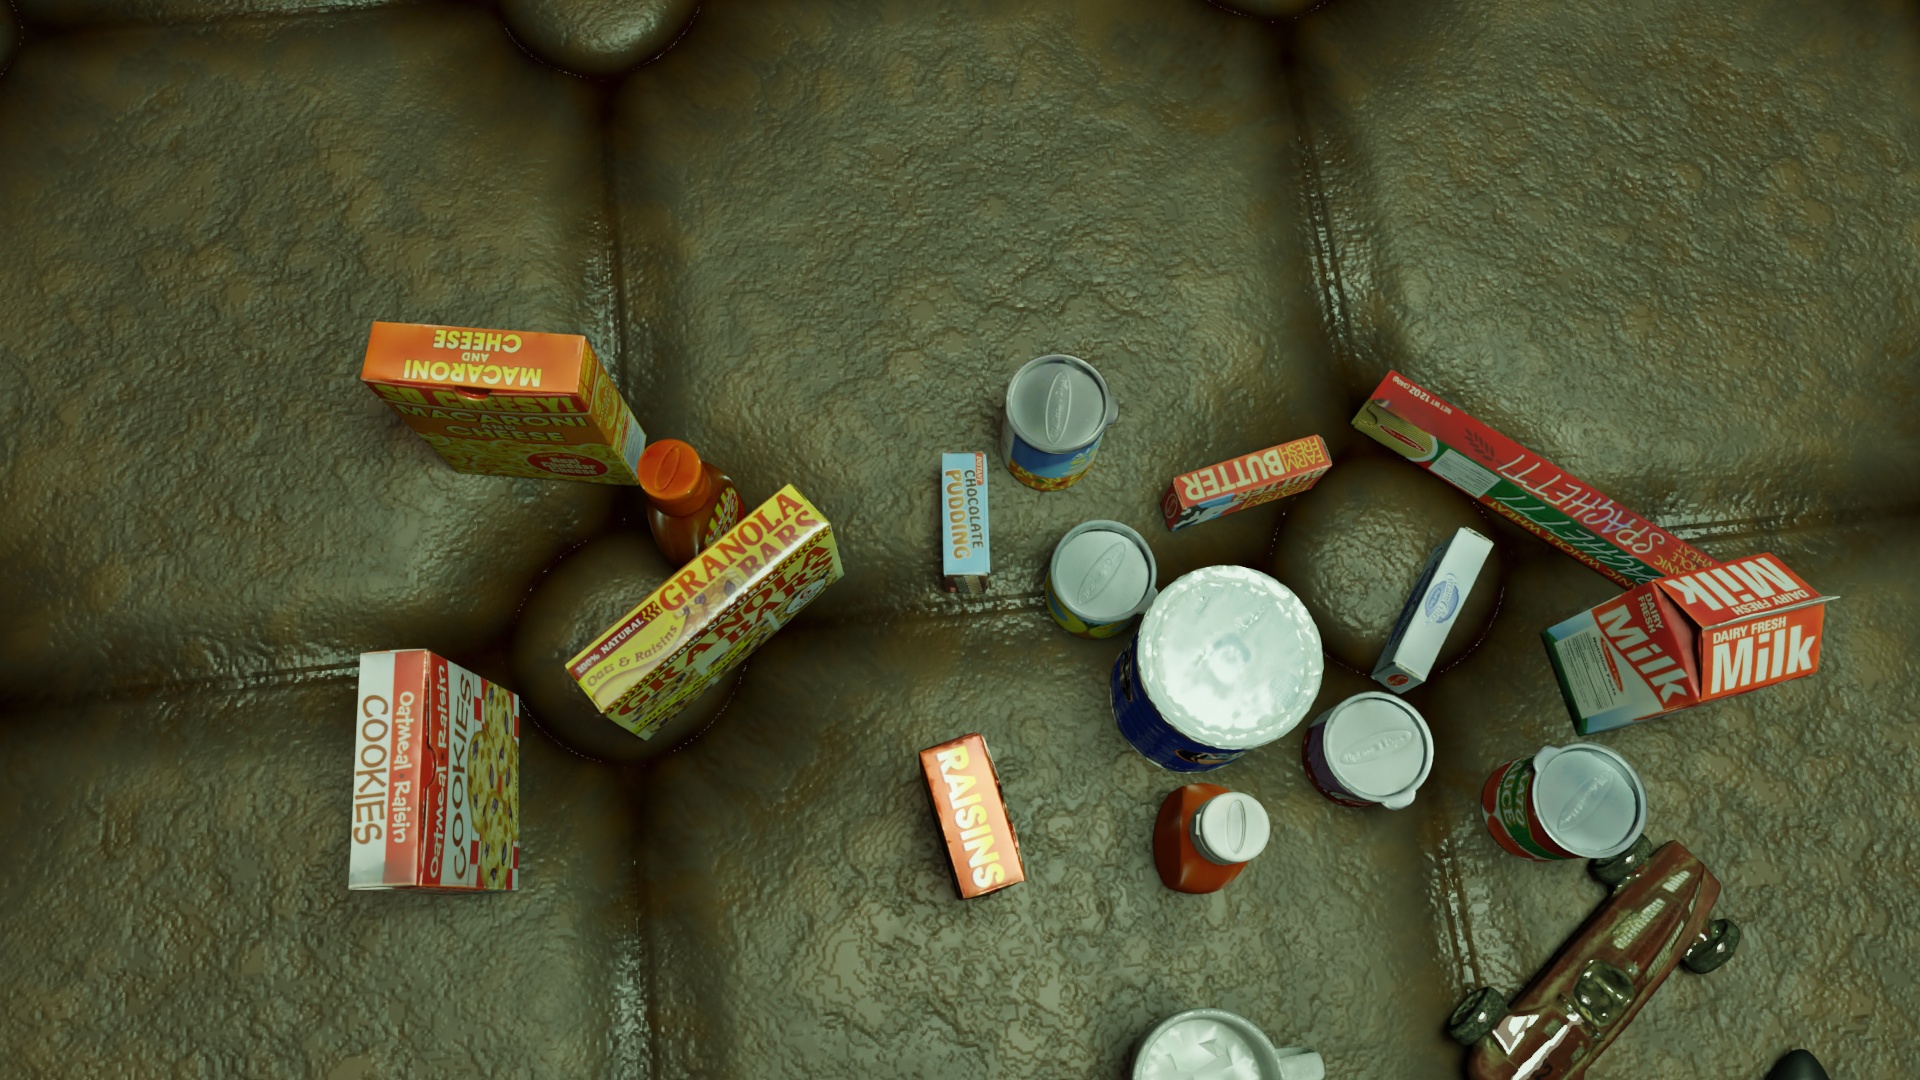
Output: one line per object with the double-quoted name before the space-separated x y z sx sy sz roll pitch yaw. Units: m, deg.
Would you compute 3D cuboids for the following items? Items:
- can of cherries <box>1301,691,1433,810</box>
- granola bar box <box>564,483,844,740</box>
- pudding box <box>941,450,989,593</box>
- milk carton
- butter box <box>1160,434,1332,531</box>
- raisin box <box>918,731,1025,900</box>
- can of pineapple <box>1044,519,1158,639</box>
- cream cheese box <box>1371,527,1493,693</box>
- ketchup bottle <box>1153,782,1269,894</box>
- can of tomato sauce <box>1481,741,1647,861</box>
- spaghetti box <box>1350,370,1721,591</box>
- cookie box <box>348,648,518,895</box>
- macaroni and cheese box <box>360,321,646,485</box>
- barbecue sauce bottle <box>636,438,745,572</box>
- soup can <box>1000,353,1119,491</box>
"can of cherries" 0.250 0.133 0.858 0.071 0.058 0.071 0 74 -1
"granola bar box" -0.149 0.046 0.842 0.166 0.124 0.039 -40 79 -11
"pudding box" 0.003 -0.011 0.899 0.030 0.049 0.084 -1 74 -1
"milk carton" 0.423 0.061 0.812 0.072 0.190 0.073 -13 75 -4
"butter box" 0.185 -0.037 0.907 0.103 0.053 0.024 -17 76 -5
"raisin box" 0.006 0.164 0.811 0.040 0.123 0.086 -16 75 -5
"can of pineapple" 0.089 0.028 0.885 0.071 0.057 0.071 0 74 -1
"cream cheese box" 0.300 0.045 0.886 0.024 0.053 0.104 30 76 7
"ketchup bottle" 0.143 0.169 0.799 0.043 0.148 0.065 5 75 1
"can of tomato sauce" 0.360 0.159 0.839 0.071 0.083 0.071 0 75 -1
"spaghetti box" 0.376 -0.029 0.910 0.250 0.050 0.029 32 77 8
"cookie box" -0.293 0.137 0.791 0.040 0.167 0.123 -4 75 -2
"macaroni and cheese box" -0.272 -0.079 0.853 0.124 0.166 0.040 4 75 0
"barbecue sauce bottle" -0.165 -0.021 0.848 0.044 0.148 0.065 18 75 4
"soup can" 0.063 -0.074 0.900 0.071 0.083 0.071 0 75 -1
